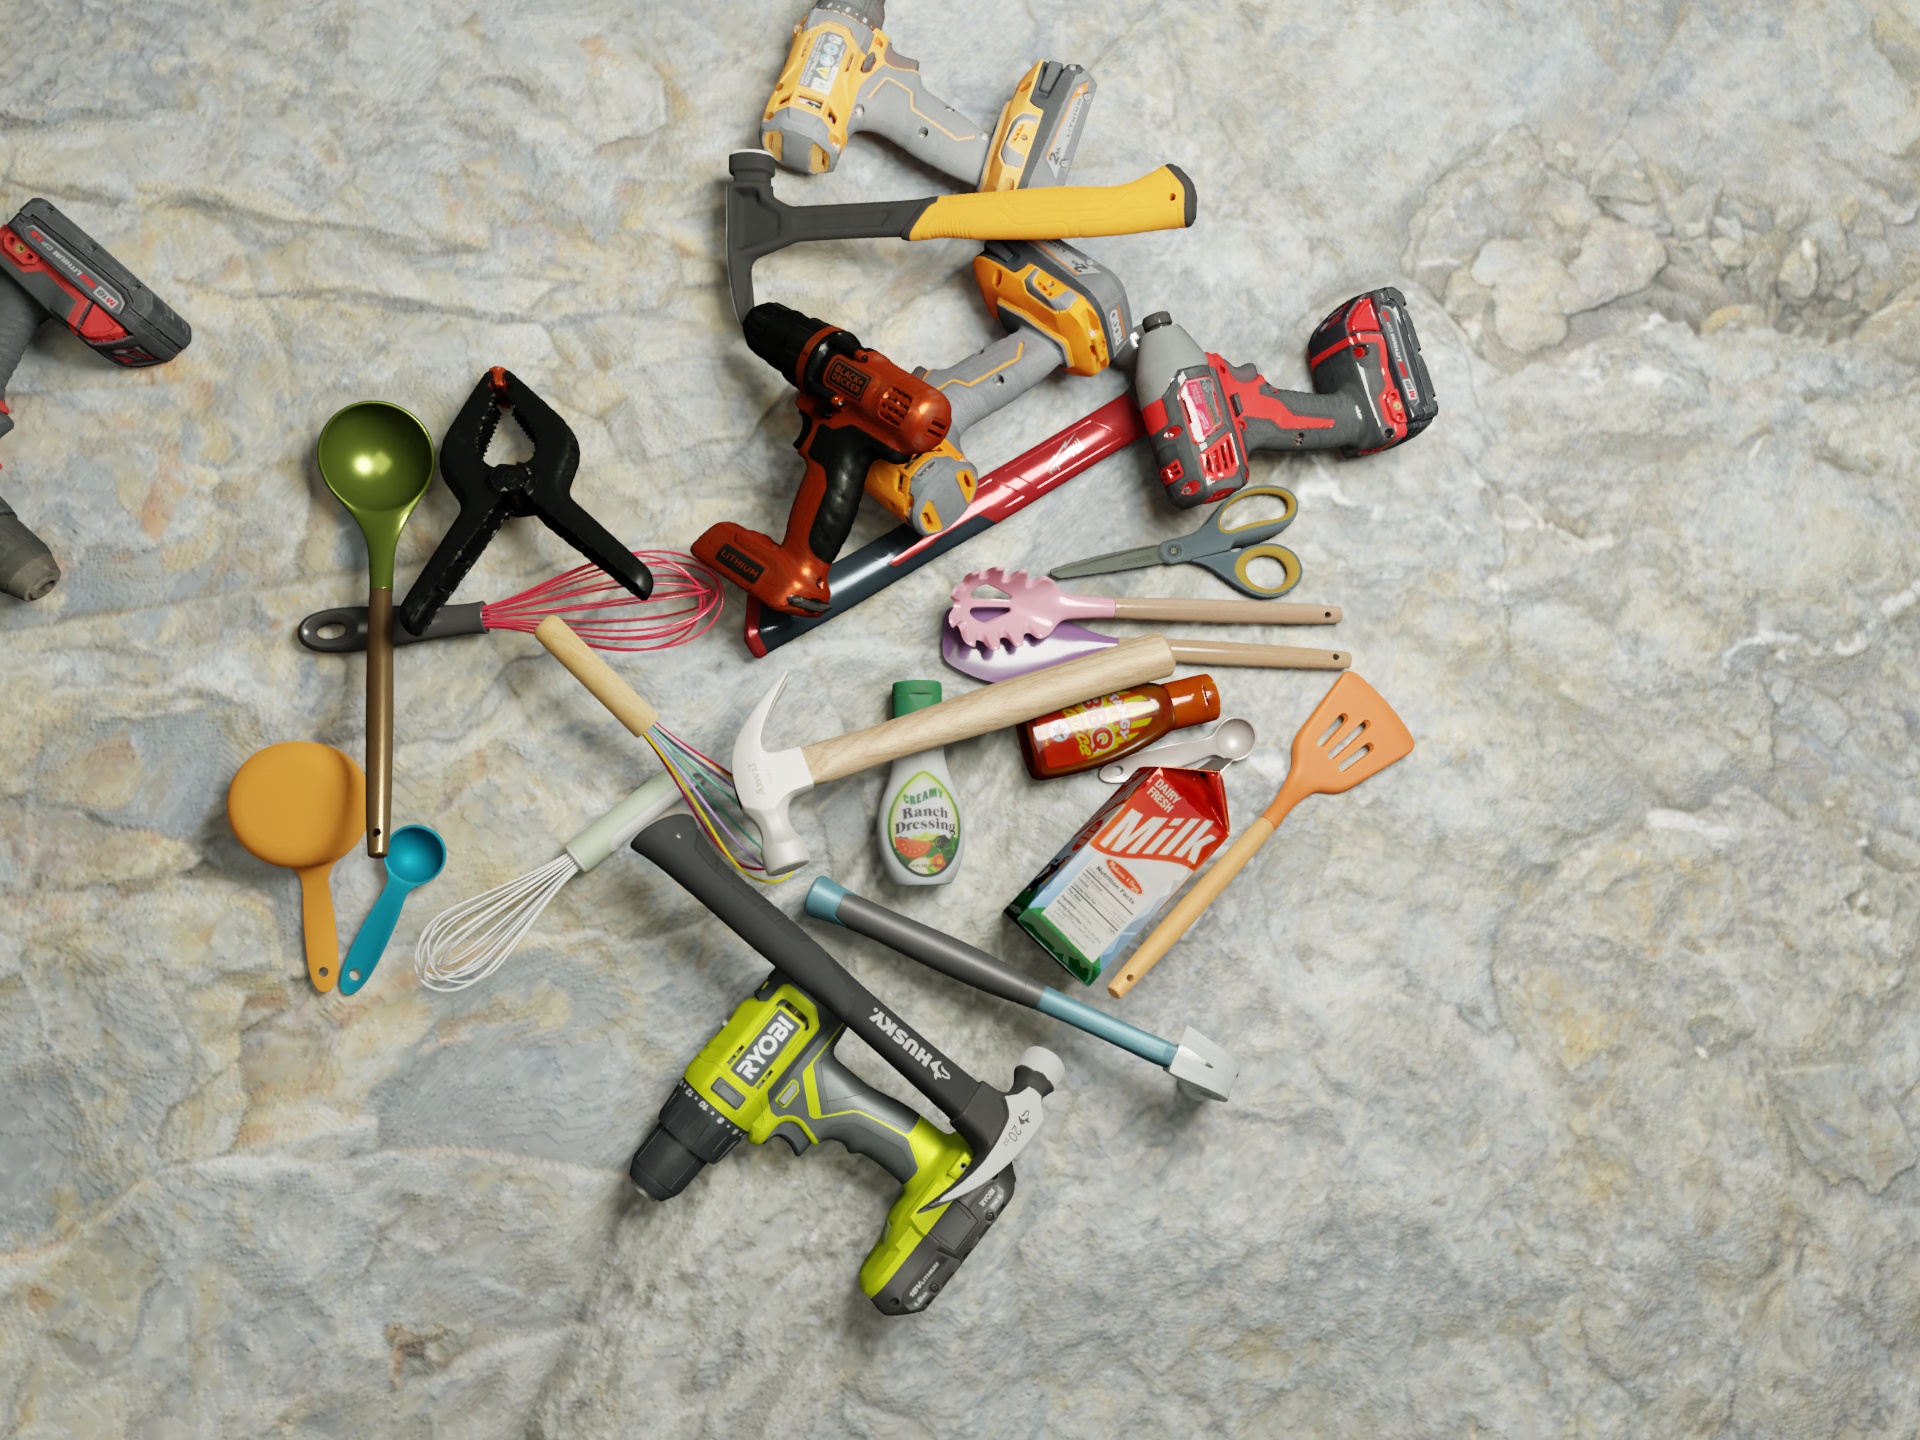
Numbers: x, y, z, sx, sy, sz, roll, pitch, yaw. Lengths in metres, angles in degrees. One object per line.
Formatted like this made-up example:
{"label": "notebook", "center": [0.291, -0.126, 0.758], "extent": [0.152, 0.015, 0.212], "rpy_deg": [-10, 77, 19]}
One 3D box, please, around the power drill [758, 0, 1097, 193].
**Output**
{"label": "power drill", "center": [-0.017, -0.472, 1.183], "extent": [0.226, 0.084, 0.185], "rpy_deg": [18, 76, -2]}

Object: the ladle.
{"label": "ladle", "center": [-0.389, -0.066, 1.059], "extent": [0.078, 0.062, 0.320], "rpy_deg": [-4, 69, -8]}

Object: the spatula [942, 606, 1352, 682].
{"label": "spatula", "center": [0.143, -0.052, 1.200], "extent": [0.316, 0.018, 0.060], "rpy_deg": [2, 76, -8]}

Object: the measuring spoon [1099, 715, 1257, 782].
{"label": "measuring spoon", "center": [0.163, 0.024, 1.201], "extent": [0.124, 0.018, 0.034], "rpy_deg": [-15, 104, -4]}

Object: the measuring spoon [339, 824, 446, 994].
{"label": "measuring spoon", "center": [-0.396, 0.131, 1.102], "extent": [0.042, 0.021, 0.128], "rpy_deg": [27, 91, -7]}

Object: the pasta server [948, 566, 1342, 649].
{"label": "pasta server", "center": [0.141, -0.082, 1.184], "extent": [0.316, 0.040, 0.060], "rpy_deg": [1, 101, -14]}

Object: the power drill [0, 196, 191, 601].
{"label": "power drill", "center": [-0.626, -0.210, 1.064], "extent": [0.188, 0.080, 0.227], "rpy_deg": [42, 83, -3]}

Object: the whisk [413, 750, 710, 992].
{"label": "whisk", "center": [-0.274, 0.101, 1.108], "extent": [0.246, 0.057, 0.059], "rpy_deg": [-39, 62, -14]}

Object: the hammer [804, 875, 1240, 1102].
{"label": "hammer", "center": [0.043, 0.191, 1.127], "extent": [0.331, 0.128, 0.033], "rpy_deg": [24, 75, 2]}

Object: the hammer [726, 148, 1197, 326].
{"label": "hammer", "center": [-0.004, -0.345, 1.116], "extent": [0.337, 0.034, 0.127], "rpy_deg": [1, 93, 14]}

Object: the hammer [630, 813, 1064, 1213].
{"label": "hammer", "center": [-0.087, 0.184, 1.069], "extent": [0.335, 0.035, 0.146], "rpy_deg": [41, 49, -2]}

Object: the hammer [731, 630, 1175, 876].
{"label": "hammer", "center": [-0.002, -0.004, 1.120], "extent": [0.331, 0.031, 0.130], "rpy_deg": [-18, 76, -16]}

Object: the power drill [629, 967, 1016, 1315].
{"label": "power drill", "center": [-0.095, 0.302, 1.103], "extent": [0.228, 0.080, 0.190], "rpy_deg": [40, 79, -1]}

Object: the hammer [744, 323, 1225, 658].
{"label": "hammer", "center": [0.016, -0.142, 1.178], "extent": [0.386, 0.038, 0.143], "rpy_deg": [-32, 92, -10]}

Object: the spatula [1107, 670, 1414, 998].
{"label": "spatula", "center": [0.215, 0.089, 1.166], "extent": [0.081, 0.041, 0.322], "rpy_deg": [49, 63, -2]}

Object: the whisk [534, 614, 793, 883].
{"label": "whisk", "center": [-0.201, 0.022, 1.095], "extent": [0.047, 0.051, 0.245], "rpy_deg": [-46, 102, -11]}

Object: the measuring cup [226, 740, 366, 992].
{"label": "measuring cup", "center": [-0.444, 0.098, 1.075], "extent": [0.095, 0.052, 0.174], "rpy_deg": [-8, 84, -10]}

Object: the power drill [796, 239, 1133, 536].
{"label": "power drill", "center": [-0.004, -0.255, 1.151], "extent": [0.226, 0.084, 0.164], "rpy_deg": [-45, 62, -9]}

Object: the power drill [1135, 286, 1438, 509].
{"label": "power drill", "center": [0.233, -0.248, 1.181], "extent": [0.219, 0.078, 0.143], "rpy_deg": [-16, 87, -21]}

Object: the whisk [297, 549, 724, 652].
{"label": "whisk", "center": [-0.313, -0.075, 1.113], "extent": [0.296, 0.073, 0.073], "rpy_deg": [-6, 86, -3]}
